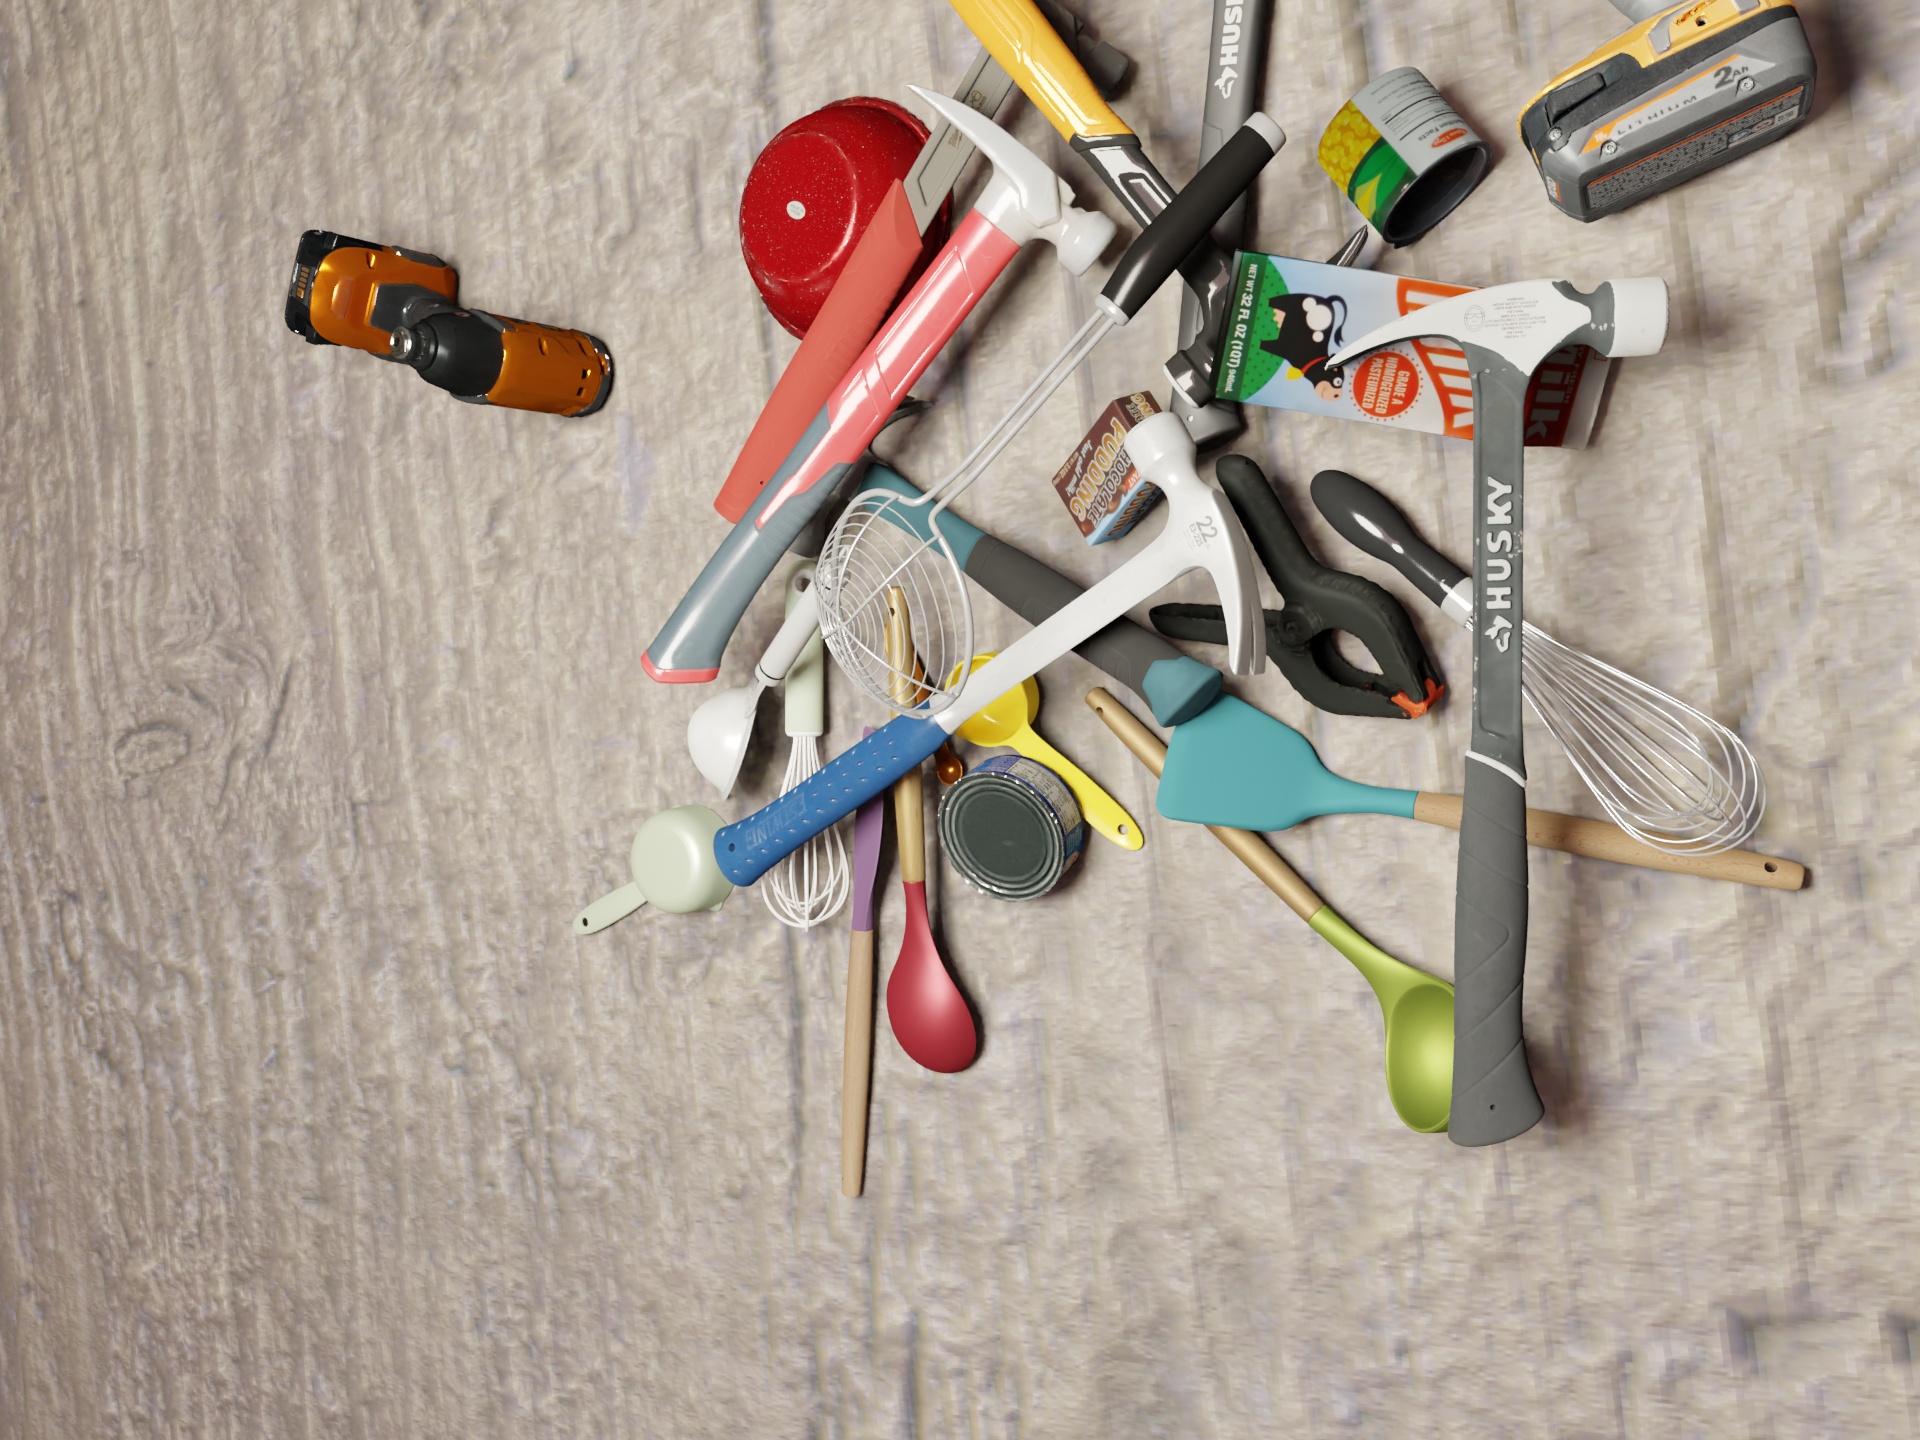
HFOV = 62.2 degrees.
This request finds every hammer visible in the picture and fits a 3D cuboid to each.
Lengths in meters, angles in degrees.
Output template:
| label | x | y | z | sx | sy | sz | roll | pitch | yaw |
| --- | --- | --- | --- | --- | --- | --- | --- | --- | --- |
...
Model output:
| label | x | y | z | sx | sy | sz | roll | pitch | yaw |
| --- | --- | --- | --- | --- | --- | --- | --- | --- | --- |
| hammer | -0.057 | -0.277 | 0.956 | 0.149 | 0.037 | 0.359 | 32 | 107 | -6 |
| hammer | -0.083 | -0.182 | 0.949 | 0.143 | 0.038 | 0.386 | 38 | 106 | -7 |
| hammer | -0.001 | -0.003 | 0.920 | 0.405 | 0.035 | 0.144 | -35 | 72 | 31 |
| hammer | 0.020 | -0.092 | 0.954 | 0.331 | 0.033 | 0.128 | 37 | 110 | 32 |
| hammer | 0.248 | 0.003 | 0.751 | 0.149 | 0.036 | 0.409 | 0 | 97 | 11 |
| hammer | 0.069 | -0.335 | 0.855 | 0.127 | 0.034 | 0.337 | -40 | 86 | 18 |
| hammer | 0.142 | -0.315 | 0.885 | 0.146 | 0.035 | 0.335 | 9 | 98 | 30 |

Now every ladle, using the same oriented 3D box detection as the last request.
| label | x | y | z | sx | sy | sz | roll | pitch | yaw |
| --- | --- | --- | --- | --- | --- | --- | --- | --- | --- |
| ladle | 0.171 | 0.093 | 0.880 | 0.320 | 0.062 | 0.078 | 46 | 134 | 24 |
| ladle | -0.029 | 0.074 | 0.992 | 0.069 | 0.031 | 0.315 | 3 | 101 | 37 |

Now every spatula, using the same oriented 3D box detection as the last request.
| label | x | y | z | sx | sy | sz | roll | pitch | yaw |
| --- | --- | --- | --- | --- | --- | --- | --- | --- | --- |
| spatula | 0.261 | 0.047 | 0.826 | 0.318 | 0.044 | 0.082 | 10 | 70 | 29 |
| spatula | -0.065 | 0.162 | 1.042 | 0.060 | 0.018 | 0.316 | -153 | 65 | -70 |

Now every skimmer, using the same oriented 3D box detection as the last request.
| label | x | y | z | sx | sy | sz | roll | pitch | yaw |
| --- | --- | --- | --- | --- | --- | --- | --- | --- | --- |
| skimmer | 0.050 | -0.160 | 0.853 | 0.363 | 0.090 | 0.127 | -48 | 59 | 8 |

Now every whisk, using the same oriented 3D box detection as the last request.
| label | x | y | z | sx | sy | sz | roll | pitch | yaw |
| --- | --- | --- | --- | --- | --- | --- | --- | --- | --- |
| whisk | -0.103 | 0.016 | 1.052 | 0.058 | 0.059 | 0.246 | 0 | 89 | -5 |
| whisk | 0.282 | -0.040 | 0.806 | 0.285 | 0.070 | 0.070 | 48 | 115 | 26 |

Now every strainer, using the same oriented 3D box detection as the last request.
| label | x | y | z | sx | sy | sz | roll | pitch | yaw |
| --- | --- | --- | --- | --- | --- | --- | --- | --- | --- |
| strainer | -0.126 | -0.029 | 1.016 | 0.258 | 0.050 | 0.087 | -51 | 28 | 43 |

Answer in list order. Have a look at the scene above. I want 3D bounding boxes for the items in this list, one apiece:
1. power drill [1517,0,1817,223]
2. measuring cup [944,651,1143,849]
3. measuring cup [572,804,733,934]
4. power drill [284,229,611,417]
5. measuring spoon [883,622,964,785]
| label | x | y | z | sx | sy | sz | roll | pitch | yaw |
| --- | --- | --- | --- | --- | --- | --- | --- | --- | --- |
| power drill | 0.281 | -0.358 | 0.761 | 0.185 | 0.084 | 0.226 | -21 | 78 | 22 |
| measuring cup | 0.056 | 0.019 | 0.968 | 0.156 | 0.029 | 0.062 | 44 | 119 | 9 |
| measuring cup | -0.231 | 0.119 | 1.136 | 0.167 | 0.038 | 0.083 | -30 | 77 | 27 |
| power drill | -0.382 | -0.281 | 1.134 | 0.227 | 0.164 | 0.084 | 28 | 107 | 29 |
| measuring spoon | -0.023 | -0.012 | 1.020 | 0.021 | 0.011 | 0.117 | -32 | 73 | 29 |
